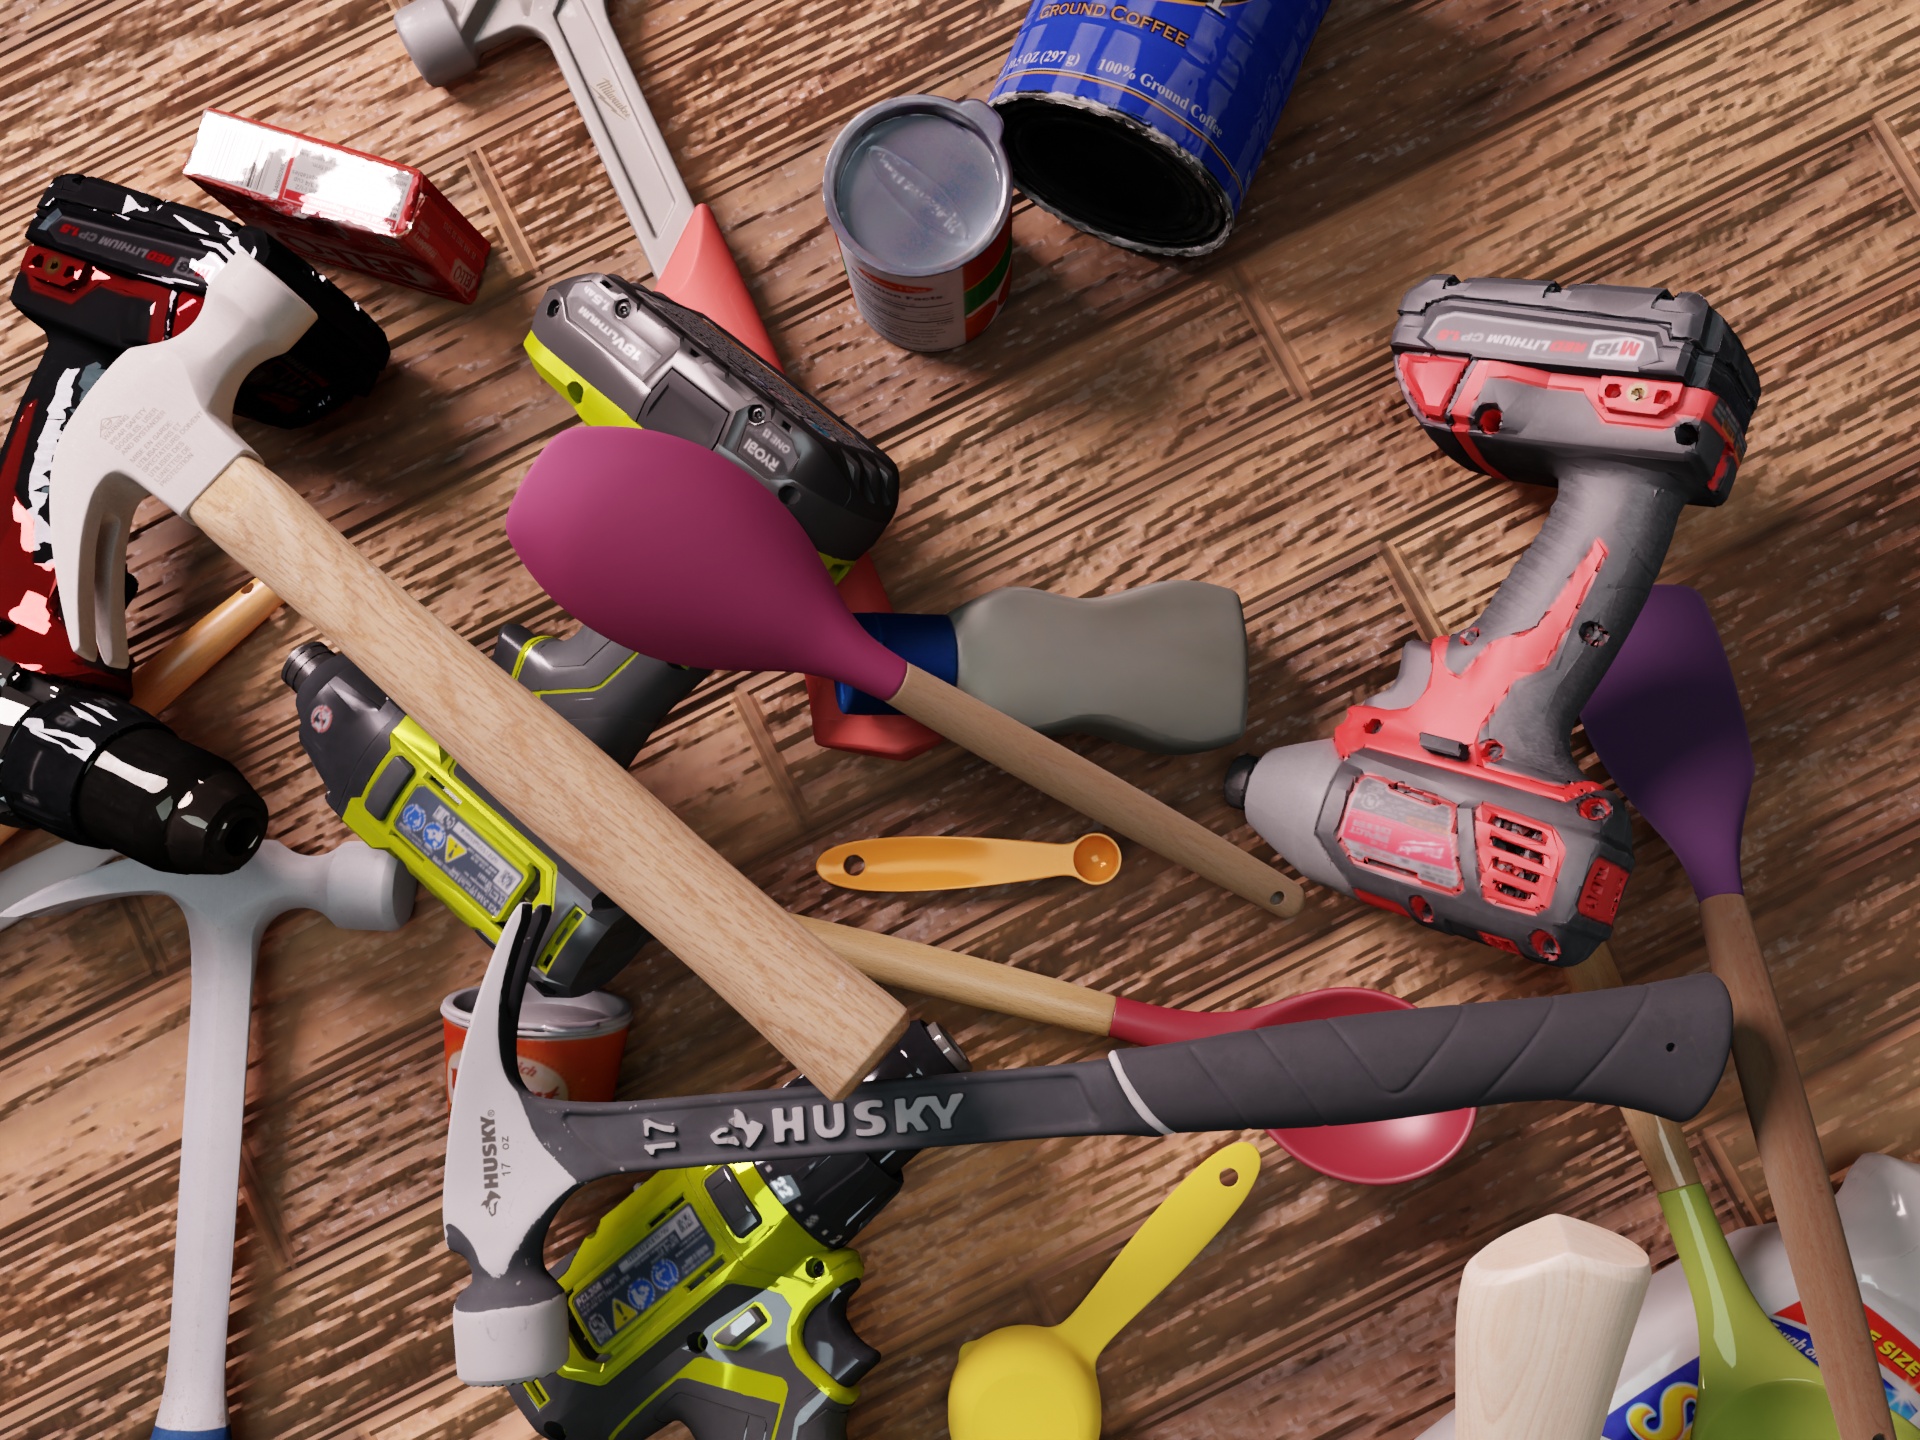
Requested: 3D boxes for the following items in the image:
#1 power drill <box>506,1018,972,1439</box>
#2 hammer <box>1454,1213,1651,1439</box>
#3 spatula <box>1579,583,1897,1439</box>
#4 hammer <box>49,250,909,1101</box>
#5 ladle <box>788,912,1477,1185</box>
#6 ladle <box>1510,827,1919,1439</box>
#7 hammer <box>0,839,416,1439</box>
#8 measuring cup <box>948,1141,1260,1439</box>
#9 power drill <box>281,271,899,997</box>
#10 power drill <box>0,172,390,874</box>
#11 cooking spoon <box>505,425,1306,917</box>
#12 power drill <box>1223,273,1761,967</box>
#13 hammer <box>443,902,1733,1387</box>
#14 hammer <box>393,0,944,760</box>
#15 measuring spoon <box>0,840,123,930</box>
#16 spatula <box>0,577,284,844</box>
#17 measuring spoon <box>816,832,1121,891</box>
[{"bbox_3d":[-0.029,0.233,0.536,0.190,0.080,0.229,-39,66,-1],"label":"power drill"},{"bbox_3d":[0.158,0.356,0.502,0.146,0.038,0.410,13,99,9],"label":"hammer"},{"bbox_3d":[0.257,0.084,0.529,0.060,0.018,0.316,-2,59,2],"label":"spatula"},{"bbox_3d":[-0.152,0.000,0.500,0.331,0.031,0.130,40,85,7],"label":"hammer"},{"bbox_3d":[0.031,0.105,0.592,0.315,0.031,0.069,14,80,5],"label":"ladle"},{"bbox_3d":[0.232,0.127,0.529,0.078,0.062,0.320,-15,67,0],"label":"ladle"},{"bbox_3d":[-0.286,0.246,0.584,0.144,0.035,0.405,2,85,-1],"label":"hammer"},{"bbox_3d":[0.056,0.215,0.576,0.062,0.029,0.156,42,90,5],"label":"measuring cup"},{"bbox_3d":[-0.140,-0.037,0.568,0.171,0.080,0.223,39,104,12],"label":"power drill"},{"bbox_3d":[-0.295,-0.065,0.573,0.188,0.080,0.227,20,82,17],"label":"power drill"},{"bbox_3d":[-0.001,-0.002,0.534,0.318,0.017,0.068,29,103,-24],"label":"cooking spoon"},{"bbox_3d":[0.182,-0.037,0.560,0.143,0.078,0.220,17,88,38],"label":"power drill"},{"bbox_3d":[0.036,0.115,0.508,0.409,0.036,0.149,-6,82,2],"label":"hammer"},{"bbox_3d":[-0.085,-0.153,0.617,0.149,0.036,0.359,-25,83,0],"label":"hammer"},{"bbox_3d":[-0.356,0.059,0.615,0.124,0.018,0.034,-30,84,0],"label":"measuring spoon"},{"bbox_3d":[-0.378,0.056,0.607,0.322,0.041,0.081,-43,51,-9],"label":"spatula"},{"bbox_3d":[0.003,0.054,0.607,0.117,0.011,0.021,-2,86,6],"label":"measuring spoon"}]
